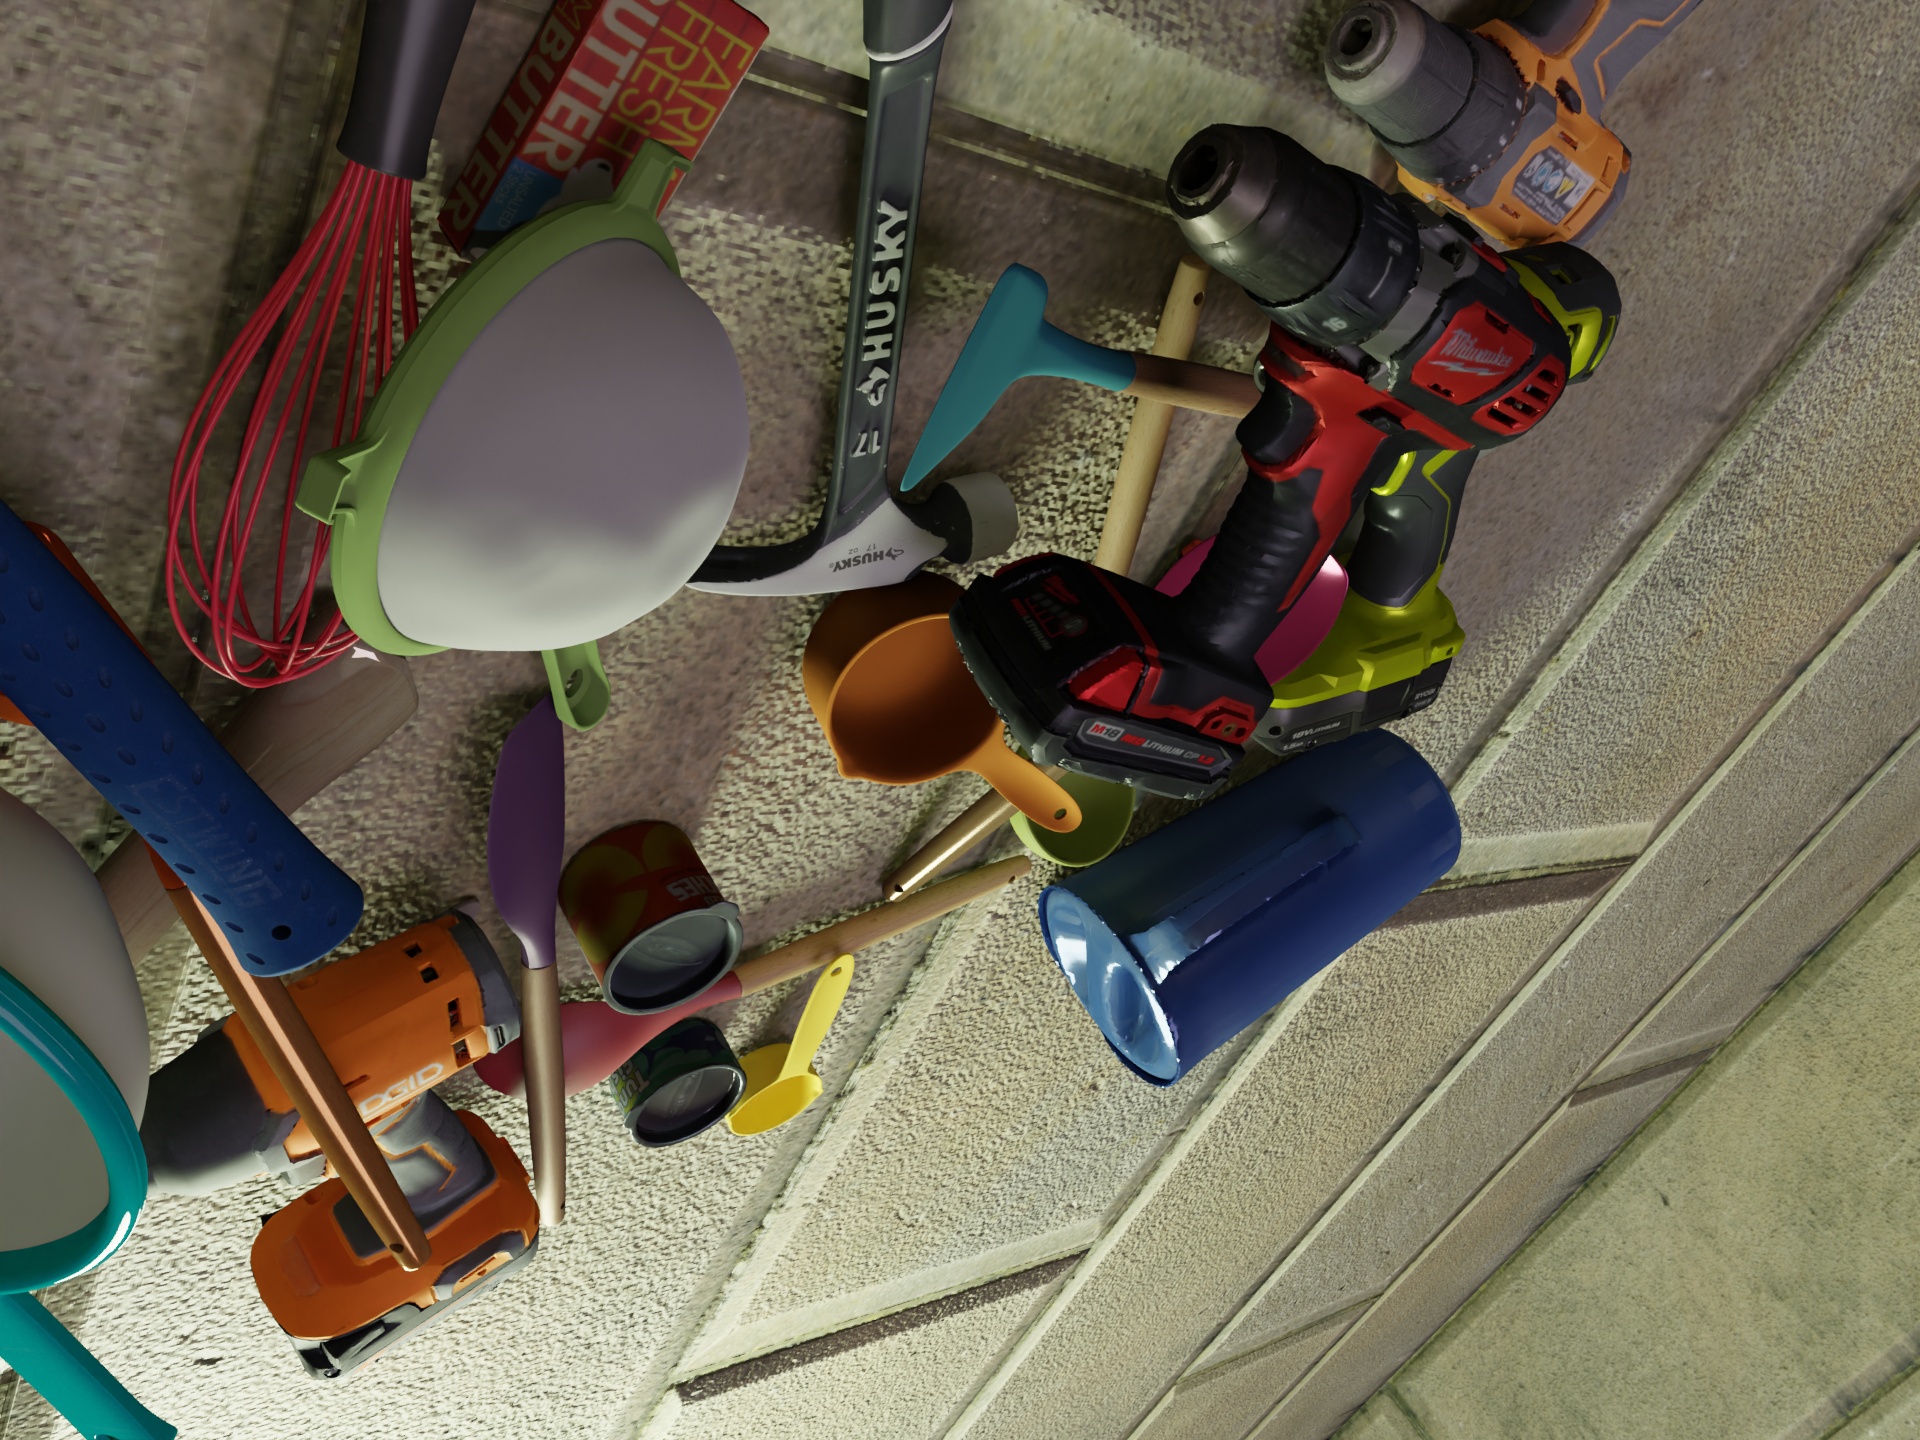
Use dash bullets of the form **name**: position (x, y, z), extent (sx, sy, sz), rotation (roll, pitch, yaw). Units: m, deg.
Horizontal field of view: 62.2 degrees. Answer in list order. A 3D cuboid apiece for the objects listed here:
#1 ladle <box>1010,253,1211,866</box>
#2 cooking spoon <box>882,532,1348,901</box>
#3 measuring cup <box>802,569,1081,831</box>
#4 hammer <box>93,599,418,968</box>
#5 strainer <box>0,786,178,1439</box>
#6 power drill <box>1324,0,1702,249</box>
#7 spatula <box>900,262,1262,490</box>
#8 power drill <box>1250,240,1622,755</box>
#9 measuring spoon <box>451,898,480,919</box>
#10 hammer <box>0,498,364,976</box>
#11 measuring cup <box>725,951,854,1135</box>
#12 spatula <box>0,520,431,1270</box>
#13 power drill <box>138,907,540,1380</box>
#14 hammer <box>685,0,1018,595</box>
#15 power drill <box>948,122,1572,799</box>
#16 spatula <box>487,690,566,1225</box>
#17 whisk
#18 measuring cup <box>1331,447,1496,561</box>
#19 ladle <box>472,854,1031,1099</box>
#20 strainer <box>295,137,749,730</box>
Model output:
- **ladle**: position (0.077, -0.059, 0.740), extent (0.078, 0.062, 0.320), rotation (-22, 140, -35)
- **cooking spoon**: position (0.054, 0.010, 0.743), extent (0.319, 0.068, 0.017), rotation (-42, -170, 39)
- **measuring cup**: position (-0.001, -0.002, 0.713), extent (0.095, 0.052, 0.173), rotation (-42, 135, 8)
- **hammer**: position (-0.345, 0.110, 0.571), extent (0.410, 0.038, 0.146), rotation (-46, 143, 11)
- **strainer**: position (-0.315, 0.119, 0.503), extent (0.211, 0.095, 0.340), rotation (-1, 131, 9)
- **power drill**: position (0.250, -0.297, 0.607), extent (0.185, 0.084, 0.226), rotation (6, 131, -45)
- **spatula**: position (0.085, -0.128, 0.630), extent (0.317, 0.044, 0.082), rotation (-5, 131, -49)
- **power drill**: position (0.181, -0.096, 0.708), extent (0.171, 0.080, 0.223), rotation (-16, 139, -25)
- **measuring spoon**: position (-0.257, 0.113, 0.675), extent (0.124, 0.018, 0.034), rotation (-40, 154, -10)
- **hammer**: position (-0.260, -0.075, 0.372), extent (0.144, 0.035, 0.405), rotation (-32, 133, -11)
- **measuring cup**: position (-0.091, 0.169, 0.865), extent (0.062, 0.029, 0.156), rotation (-7, 137, -37)
- **spatula**: position (-0.250, 0.077, 0.529), extent (0.081, 0.041, 0.322), rotation (-13, 119, 8)
- **power drill**: position (-0.263, 0.190, 0.672), extent (0.164, 0.084, 0.226), rotation (-27, 147, -29)
- **hammer**: position (-0.024, -0.201, 0.507), extent (0.149, 0.036, 0.408), rotation (-18, 140, -26)
- **power drill**: position (0.092, -0.086, 0.559), extent (0.187, 0.080, 0.226), rotation (15, 122, -42)
- **spatula**: position (-0.186, 0.124, 0.699), extent (0.060, 0.018, 0.315), rotation (-61, 164, -51)
- **whisk**: position (-0.164, -0.136, 0.439), extent (0.073, 0.073, 0.295), rotation (1, 123, -42)
- **measuring cup**: position (0.238, -0.107, 0.842), extent (0.167, 0.038, 0.083), rotation (-32, 145, -5)
- **ladle**: position (-0.094, 0.127, 0.825), extent (0.315, 0.031, 0.069), rotation (-19, 141, -28)
- **strainer**: position (-0.114, -0.047, 0.516), extent (0.151, 0.069, 0.256), rotation (-54, 171, -26)
